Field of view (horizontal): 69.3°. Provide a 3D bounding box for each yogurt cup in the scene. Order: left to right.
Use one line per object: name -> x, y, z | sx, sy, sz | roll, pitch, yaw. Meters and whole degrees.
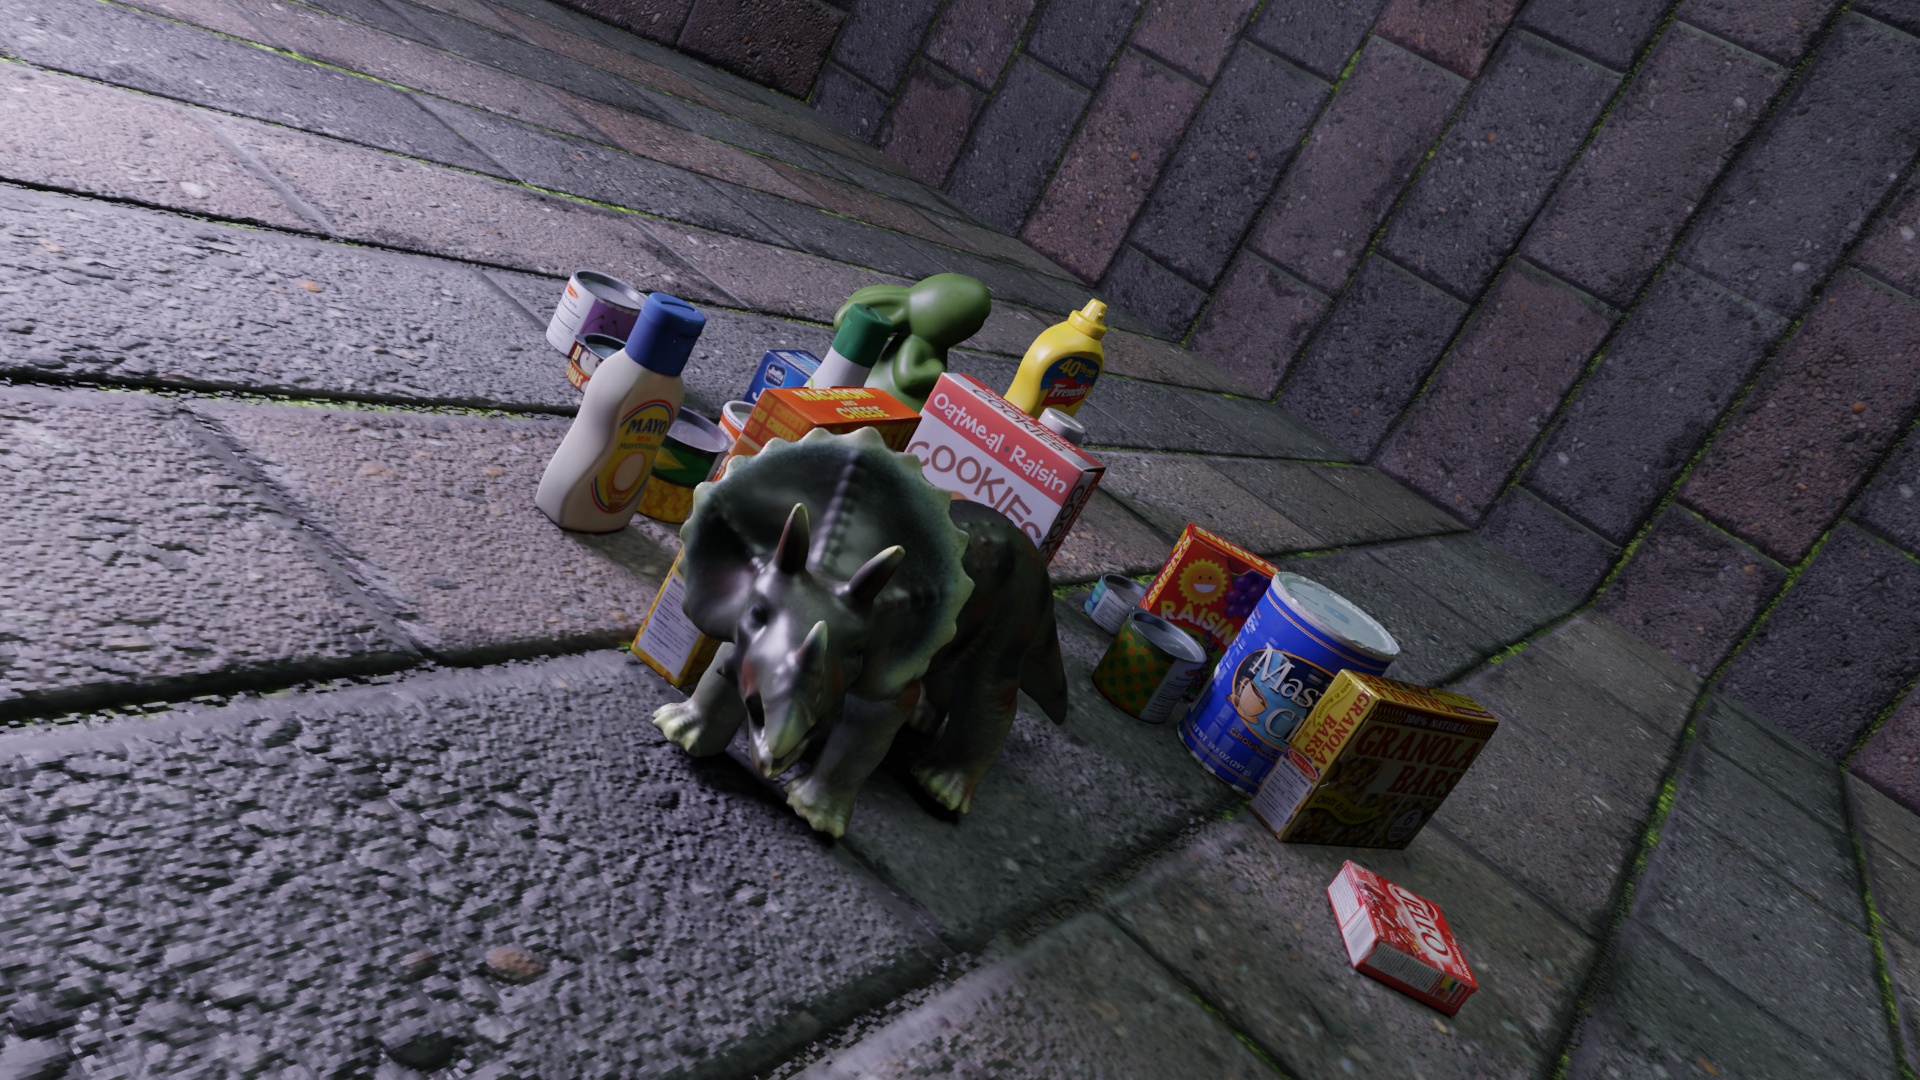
yogurt cup -> -0.153, -0.063, 1.023 | 0.072, 0.053, 0.072 | 27, 18, -9

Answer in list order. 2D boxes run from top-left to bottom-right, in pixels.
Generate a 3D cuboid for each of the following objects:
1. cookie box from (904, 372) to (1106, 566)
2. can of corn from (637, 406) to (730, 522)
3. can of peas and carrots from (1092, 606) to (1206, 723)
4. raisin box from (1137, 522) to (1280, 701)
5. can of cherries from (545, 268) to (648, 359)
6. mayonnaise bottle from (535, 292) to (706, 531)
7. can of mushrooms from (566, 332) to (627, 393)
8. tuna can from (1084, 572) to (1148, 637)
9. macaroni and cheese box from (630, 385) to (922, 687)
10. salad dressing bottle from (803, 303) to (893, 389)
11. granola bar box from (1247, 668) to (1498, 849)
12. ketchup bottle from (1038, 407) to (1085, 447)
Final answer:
cookie box -> 0.003, -0.012, 0.939 | 0.123, 0.167, 0.040 | 37, 19, 21
can of corn -> -0.197, -0.054, 0.922 | 0.071, 0.058, 0.071 | 27, 18, -9
can of peas and carrots -> 0.139, 0.093, 1.040 | 0.071, 0.058, 0.071 | 27, 18, -9
raisin box -> 0.188, 0.059, 1.101 | 0.086, 0.123, 0.040 | 28, 18, -6
can of cherries -> -0.287, -0.175, 1.112 | 0.071, 0.058, 0.072 | 27, 18, -9
mayonnaise bottle -> -0.199, -0.075, 0.832 | 0.041, 0.147, 0.065 | 38, 19, 26
can of mushrooms -> -0.267, -0.130, 1.061 | 0.071, 0.033, 0.071 | 27, 18, -9
tuna can -> 0.141, 0.058, 1.179 | 0.071, 0.032, 0.071 | 27, 18, -9
macaroni and cheese box -> -0.100, -0.006, 0.768 | 0.040, 0.166, 0.124 | 35, 18, 17
salad dressing bottle -> -0.101, -0.113, 1.084 | 0.044, 0.147, 0.064 | 20, 20, -28
granola bar box -> 0.299, 0.161, 0.995 | 0.165, 0.123, 0.039 | 14, 23, -41
ketchup bottle -> 0.046, -0.032, 1.090 | 0.065, 0.148, 0.044 | 26, 18, -12
